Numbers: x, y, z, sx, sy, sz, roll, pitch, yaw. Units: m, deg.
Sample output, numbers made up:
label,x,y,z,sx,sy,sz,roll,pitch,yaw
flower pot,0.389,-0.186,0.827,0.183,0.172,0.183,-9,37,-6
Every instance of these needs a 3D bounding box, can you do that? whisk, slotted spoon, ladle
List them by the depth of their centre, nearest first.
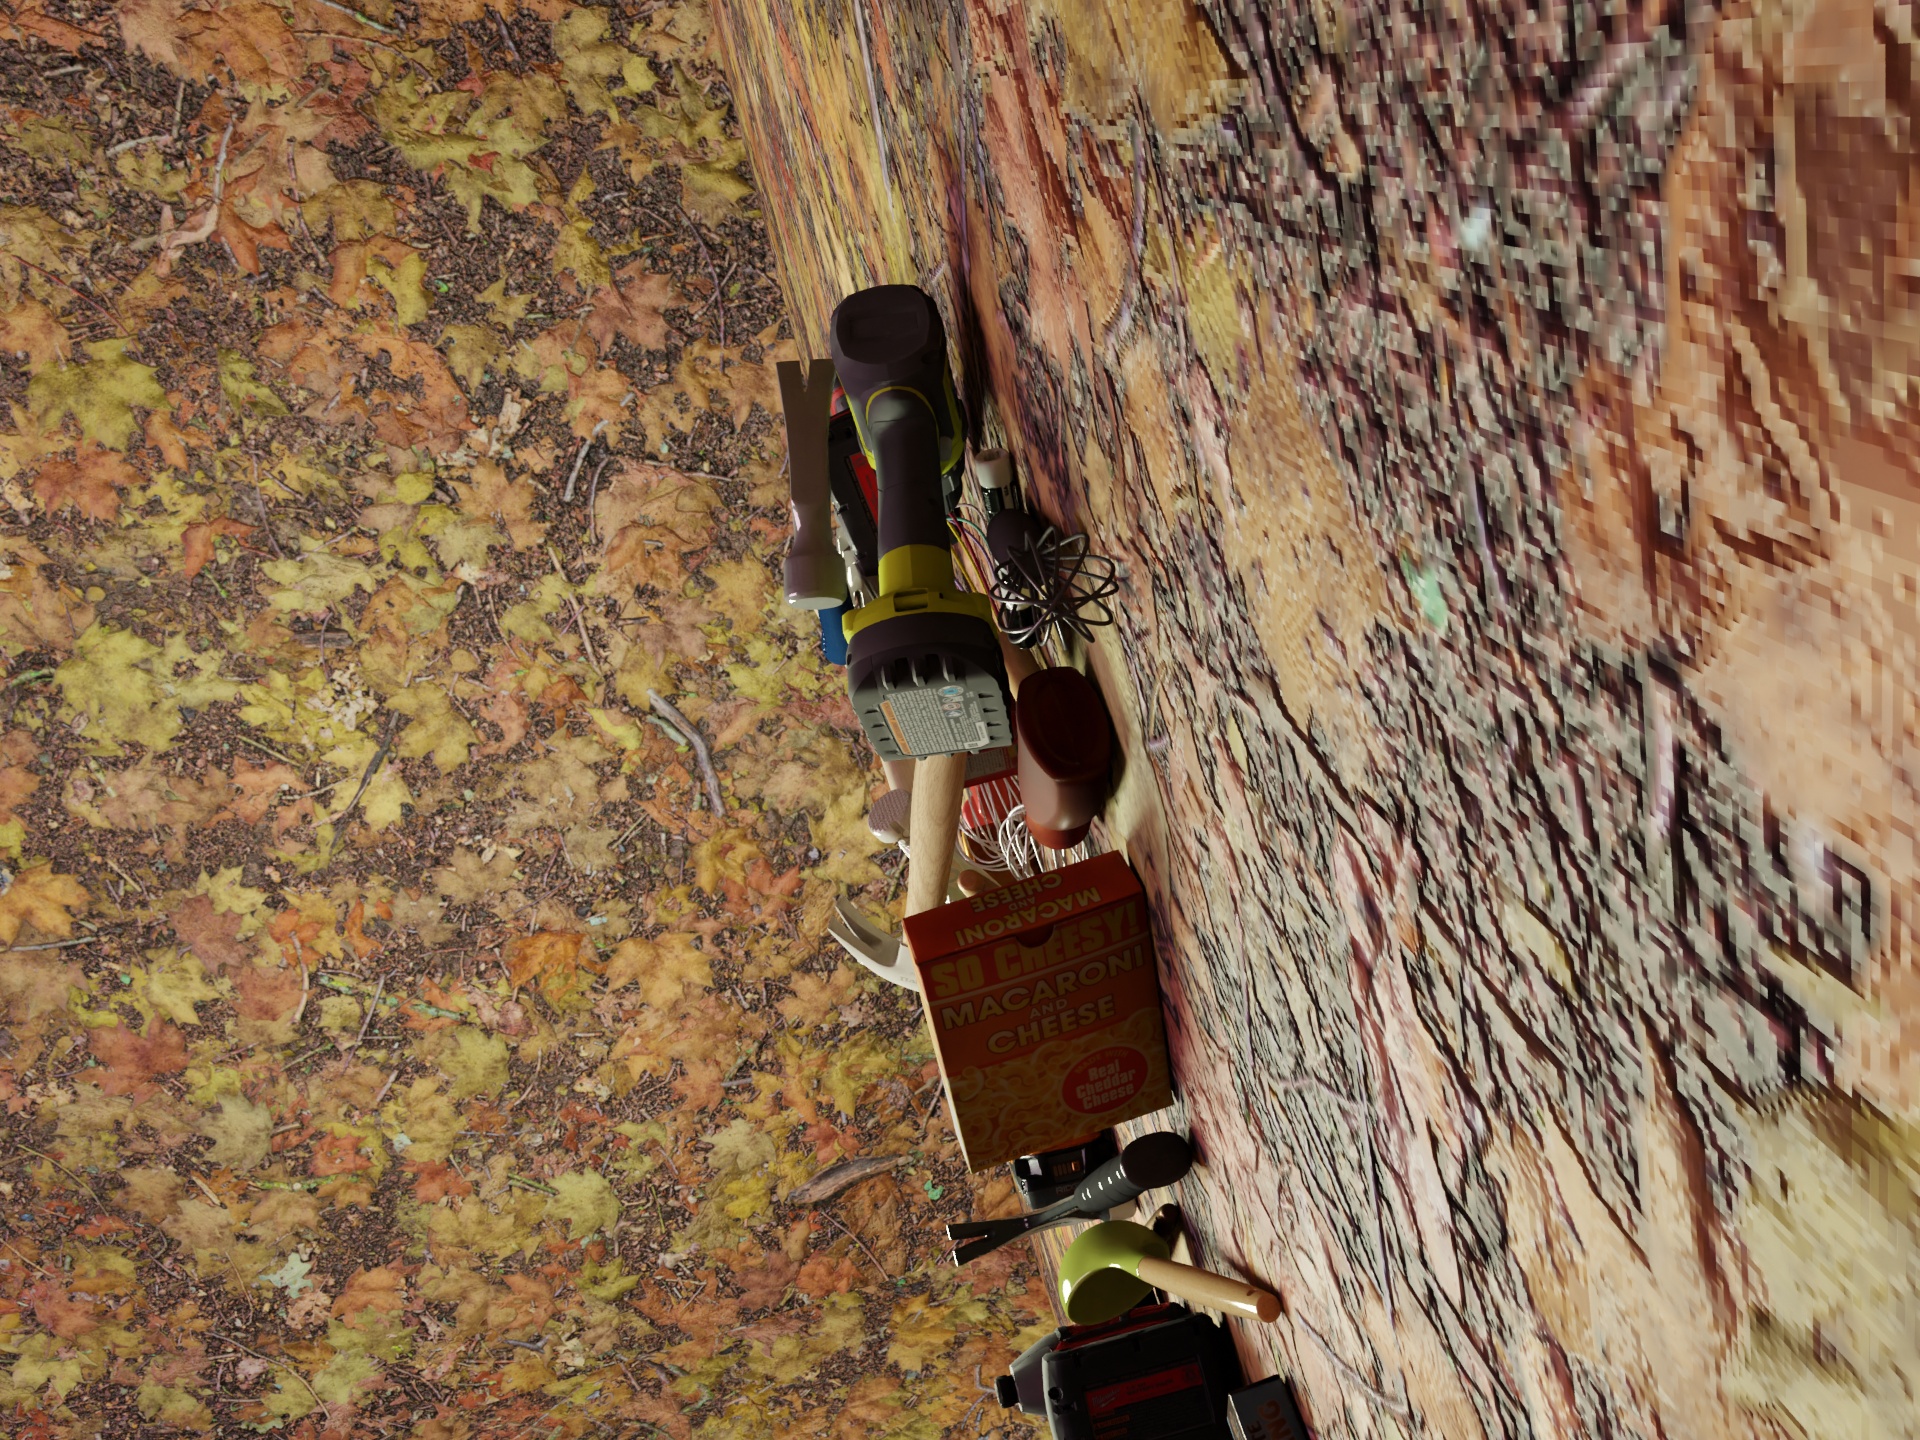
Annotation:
label,x,y,z,sx,sy,sz,roll,pitch,yaw
whisk,0.033,-0.076,0.740,0.239,0.055,0.055,-106,1,-74
ladle,0.121,0.324,0.898,0.062,0.078,0.320,64,164,7
whisk,0.018,-0.062,0.966,0.245,0.051,0.047,-115,15,-45
whisk,0.070,0.139,1.031,0.246,0.058,0.059,75,-149,-41
slotted spoon,0.034,0.127,1.050,0.313,0.031,0.070,52,-141,-72
whisk,-0.002,-0.003,1.173,0.070,0.070,0.285,80,171,-52

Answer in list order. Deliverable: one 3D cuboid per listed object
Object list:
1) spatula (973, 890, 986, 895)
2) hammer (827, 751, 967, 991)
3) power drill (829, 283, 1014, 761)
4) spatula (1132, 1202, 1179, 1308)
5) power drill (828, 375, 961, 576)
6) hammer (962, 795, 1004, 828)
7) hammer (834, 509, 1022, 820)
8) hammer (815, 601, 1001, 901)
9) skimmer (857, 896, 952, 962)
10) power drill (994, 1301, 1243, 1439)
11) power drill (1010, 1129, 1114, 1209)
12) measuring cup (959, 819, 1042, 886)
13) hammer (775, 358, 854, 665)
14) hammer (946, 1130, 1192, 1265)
label,x,y,z,sx,sy,sz,roll,pitch,yaw
spatula,0.044,0.161,1.028,0.315,0.018,0.060,62,-160,-64
hammer,-0.021,0.077,1.055,0.331,0.130,0.031,96,-171,-46
power drill,-0.021,-0.098,0.884,0.190,0.080,0.229,72,-168,-67
spatula,0.137,0.384,1.146,0.317,0.044,0.082,93,161,-61
power drill,-0.056,-0.179,1.242,0.227,0.080,0.187,-107,-4,-69
hammer,0.037,0.186,1.569,0.385,0.038,0.143,80,174,-49
hammer,-0.035,-0.041,1.360,0.149,0.036,0.359,88,159,-45
hammer,-0.057,0.003,1.292,0.146,0.038,0.411,45,-169,-35
skimmer,-0.036,0.100,1.498,0.090,0.127,0.363,30,132,31
power drill,0.098,0.426,1.025,0.219,0.143,0.079,101,156,-74
power drill,0.064,0.277,1.310,0.164,0.084,0.226,115,143,-82
measuring cup,0.032,0.111,1.310,0.174,0.052,0.095,-114,10,-72
hammer,-0.086,-0.103,1.041,0.405,0.035,0.144,100,167,-81
hammer,0.081,0.316,1.057,0.408,0.149,0.036,105,149,-67
